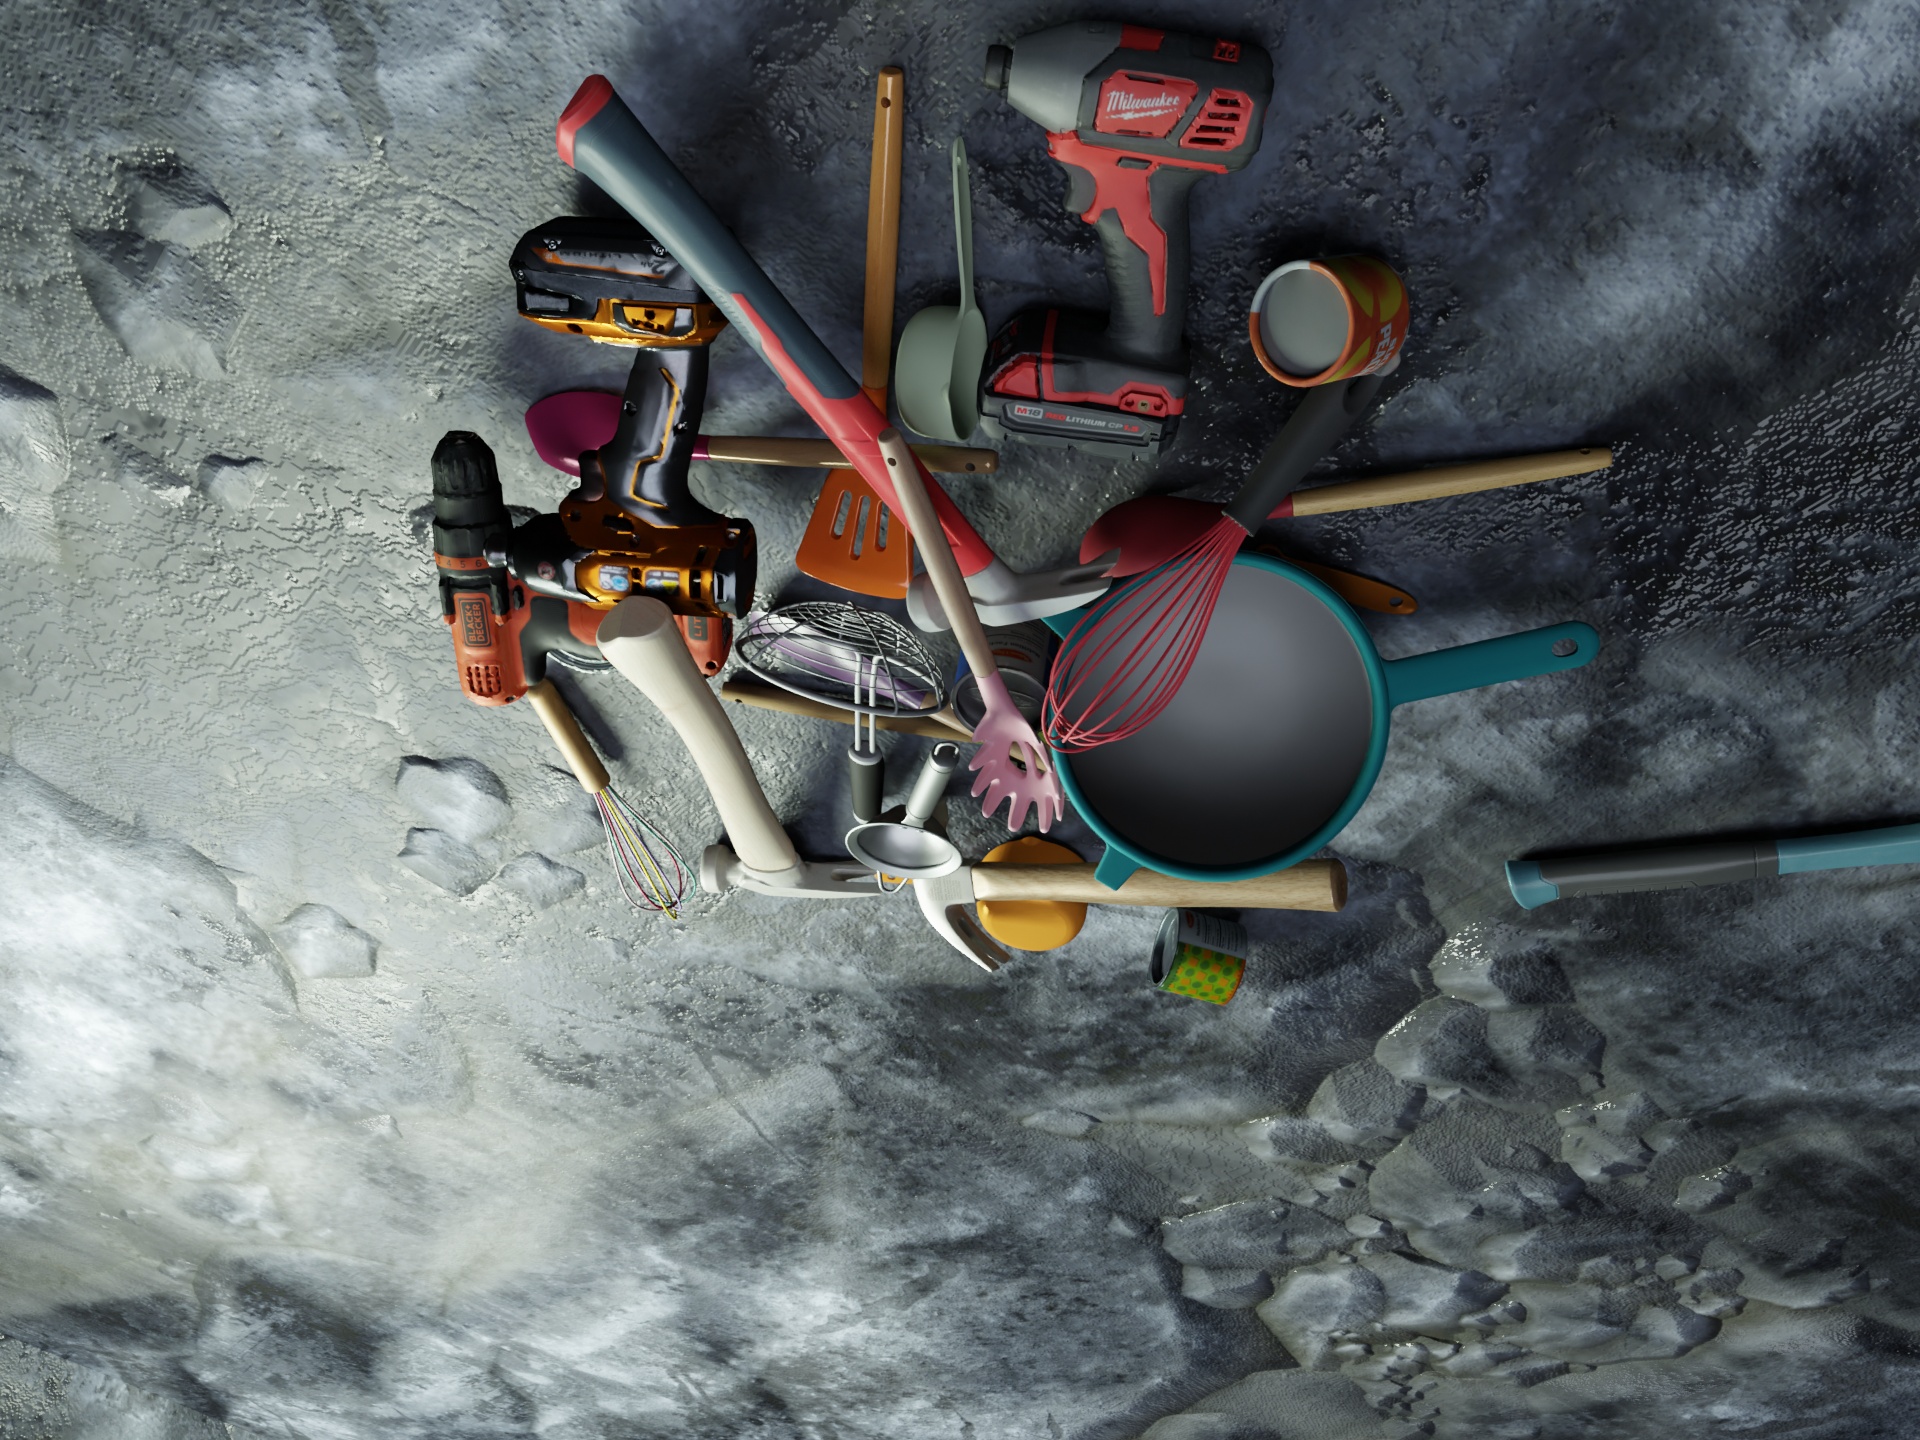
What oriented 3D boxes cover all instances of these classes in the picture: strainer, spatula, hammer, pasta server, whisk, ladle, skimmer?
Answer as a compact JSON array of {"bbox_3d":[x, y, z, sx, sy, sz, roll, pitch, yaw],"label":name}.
[{"bbox_3d":[0.225,-0.022,1.022,0.340,0.095,0.211,-12,99,5],"label":"strainer"},{"bbox_3d":[-0.051,-0.214,0.927,0.081,0.041,0.322,16,134,11],"label":"spatula"},{"bbox_3d":[-0.063,-0.183,0.853,0.143,0.038,0.385,-8,139,37],"label":"hammer"},{"bbox_3d":[0.005,-0.043,0.947,0.060,0.040,0.315,1,140,23],"label":"pasta server"},{"bbox_3d":[-0.270,0.067,1.235,0.051,0.047,0.244,-8,128,19],"label":"whisk"},{"bbox_3d":[-0.152,0.035,1.099,0.146,0.038,0.410,1,153,8],"label":"hammer"},{"bbox_3d":[-0.027,0.061,1.096,0.087,0.050,0.258,14,156,-5],"label":"strainer"},{"bbox_3d":[0.559,0.099,1.121,0.331,0.033,0.128,-8,132,18],"label":"hammer"},{"bbox_3d":[0.225,-0.132,0.952,0.315,0.069,0.031,-8,132,9],"label":"ladle"},{"bbox_3d":[-0.073,0.022,1.039,0.127,0.090,0.363,17,156,5],"label":"skimmer"},{"bbox_3d":[0.146,-0.098,0.913,0.073,0.073,0.296,36,97,-22],"label":"whisk"},{"bbox_3d":[-0.002,-0.003,1.083,0.316,0.018,0.059,25,157,5],"label":"spatula"},{"bbox_3d":[0.110,0.117,1.127,0.331,0.031,0.130,-3,102,32],"label":"hammer"},{"bbox_3d":[-0.017,0.015,1.131,0.320,0.062,0.078,10,152,5],"label":"ladle"}]

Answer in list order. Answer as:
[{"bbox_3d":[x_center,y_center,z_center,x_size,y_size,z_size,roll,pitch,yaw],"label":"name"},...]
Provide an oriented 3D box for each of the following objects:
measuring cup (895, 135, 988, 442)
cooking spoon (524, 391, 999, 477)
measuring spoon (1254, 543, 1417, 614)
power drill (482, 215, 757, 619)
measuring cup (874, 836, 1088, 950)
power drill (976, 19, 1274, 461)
[{"bbox_3d":[-0.013,-0.239,0.889,0.038,0.083,0.167,7,119,16],"label":"measuring cup"},{"bbox_3d":[-0.128,-0.166,0.971,0.319,0.017,0.068,6,135,19],"label":"cooking spoon"},{"bbox_3d":[0.239,-0.091,1.016,0.117,0.011,0.021,17,133,-11],"label":"measuring spoon"},{"bbox_3d":[-0.203,-0.170,0.925,0.164,0.084,0.226,4,116,3],"label":"power drill"},{"bbox_3d":[0.015,0.139,1.241,0.173,0.052,0.095,0,136,9],"label":"measuring cup"},{"bbox_3d":[0.072,-0.256,0.844,0.143,0.079,0.219,9,131,0],"label":"power drill"}]
